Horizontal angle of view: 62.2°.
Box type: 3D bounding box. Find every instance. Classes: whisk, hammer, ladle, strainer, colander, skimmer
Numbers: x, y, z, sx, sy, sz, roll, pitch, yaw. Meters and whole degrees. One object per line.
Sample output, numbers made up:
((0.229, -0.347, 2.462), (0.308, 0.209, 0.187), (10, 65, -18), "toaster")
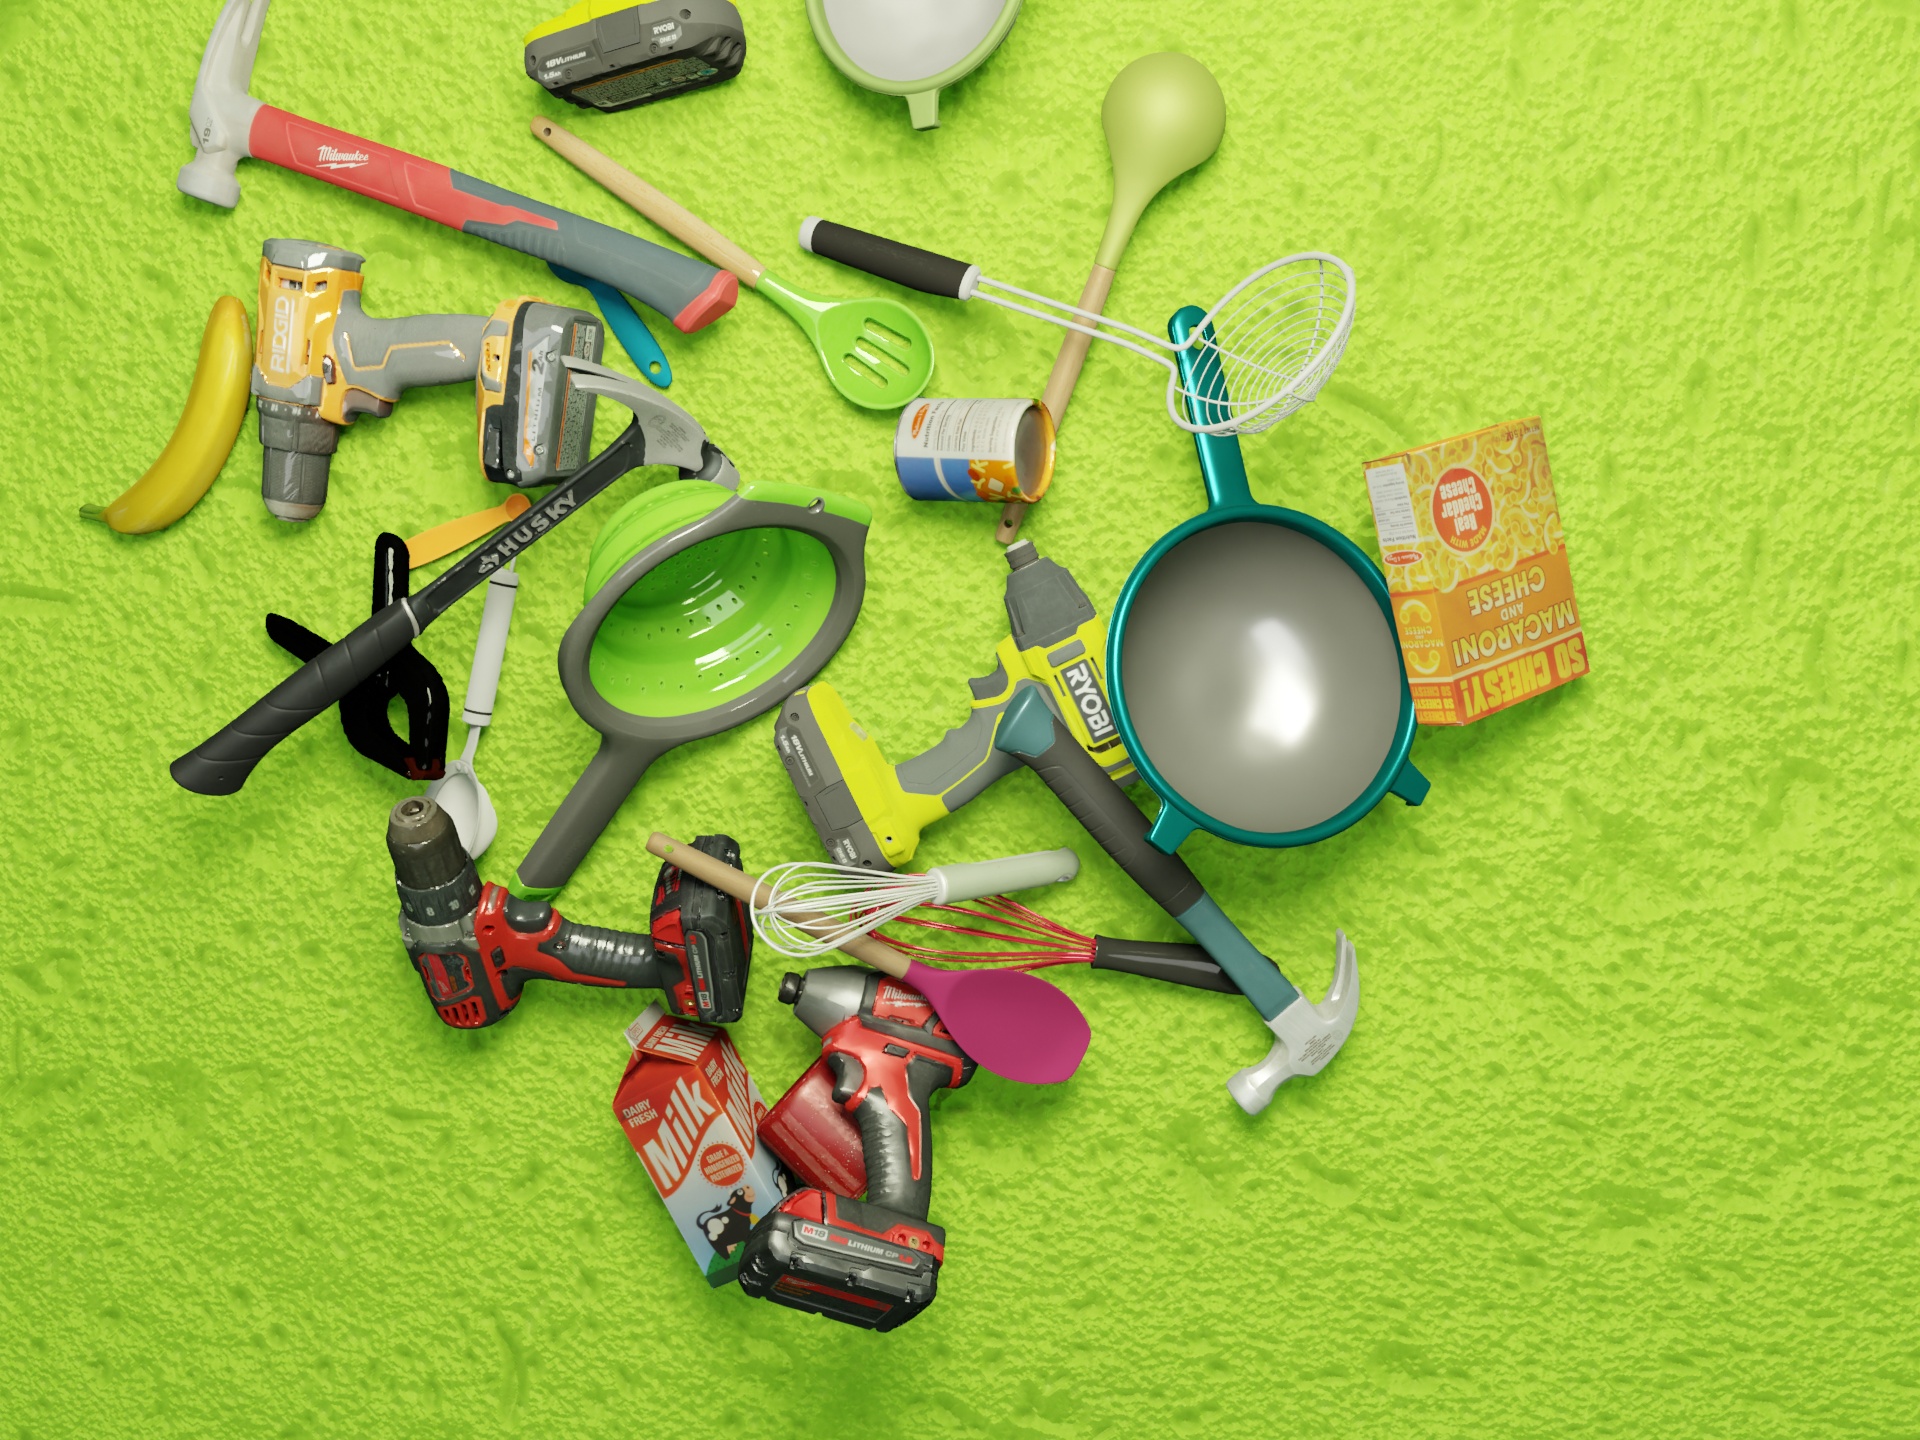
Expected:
((-0.023, 0.107, 1.018), (0.246, 0.058, 0.059), (-6, 73, -34), "whisk")
((0.137, 0.109, 1.026), (0.128, 0.033, 0.330), (-41, 106, 6), "hammer")
((0.084, -0.264, 1.018), (0.078, 0.062, 0.320), (22, 108, 5), "ladle")
((0.162, -0.085, 1.007), (0.211, 0.095, 0.340), (-9, 84, -18), "strainer")
((-0.054, -0.487, 0.988), (0.256, 0.069, 0.151), (42, 111, 16), "strainer")
((-0.334, 0.006, 1.101), (0.087, 0.050, 0.258), (18, 97, 46), "strainer")
((-0.218, -0.029, 1.055), (0.397, 0.204, 0.095), (-50, 57, 26), "colander")
((-0.340, -0.078, 1.016), (0.409, 0.149, 0.036), (-35, 56, 6), "hammer")
((-0.319, -0.350, 1.026), (0.386, 0.038, 0.143), (21, 99, 8), "hammer")
((0.071, 0.153, 1.075), (0.296, 0.073, 0.073), (9, 100, -2), "whisk")
((0.055, -0.263, 0.951), (0.363, 0.090, 0.127), (22, 74, 17), "skimmer")

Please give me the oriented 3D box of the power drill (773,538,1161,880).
((-0.002, -0.003, 1.048), (0.223, 0.080, 0.171), (-25, 97, 6), "power drill")

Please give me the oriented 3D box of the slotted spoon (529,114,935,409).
((-0.150, -0.304, 1.038), (0.314, 0.031, 0.070), (34, 101, 2), "slotted spoon")

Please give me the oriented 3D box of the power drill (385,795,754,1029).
((-0.260, 0.125, 1.053), (0.226, 0.080, 0.187), (-1, 129, 2), "power drill")

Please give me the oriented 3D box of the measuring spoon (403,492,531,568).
((-0.345, -0.128, 1.097), (0.117, 0.011, 0.021), (-21, 88, 12), "measuring spoon")

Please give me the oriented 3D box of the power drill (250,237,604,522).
((-0.362, -0.208, 1.052), (0.226, 0.084, 0.185), (13, 103, 8), "power drill")

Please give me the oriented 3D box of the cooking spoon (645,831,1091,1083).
((-0.058, 0.149, 1.026), (0.318, 0.017, 0.069), (28, 87, -10), "cooking spoon")

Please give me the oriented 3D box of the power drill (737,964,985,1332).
((-0.065, 0.259, 1.015), (0.143, 0.220, 0.078), (20, 140, -10), "power drill")

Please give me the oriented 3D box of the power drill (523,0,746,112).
((-0.231, -0.508, 0.987), (0.190, 0.080, 0.228), (-8, 96, 18), "power drill")

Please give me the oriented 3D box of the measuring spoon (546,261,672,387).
((-0.232, -0.275, 1.052), (0.042, 0.021, 0.128), (-35, 92, 10), "measuring spoon")
